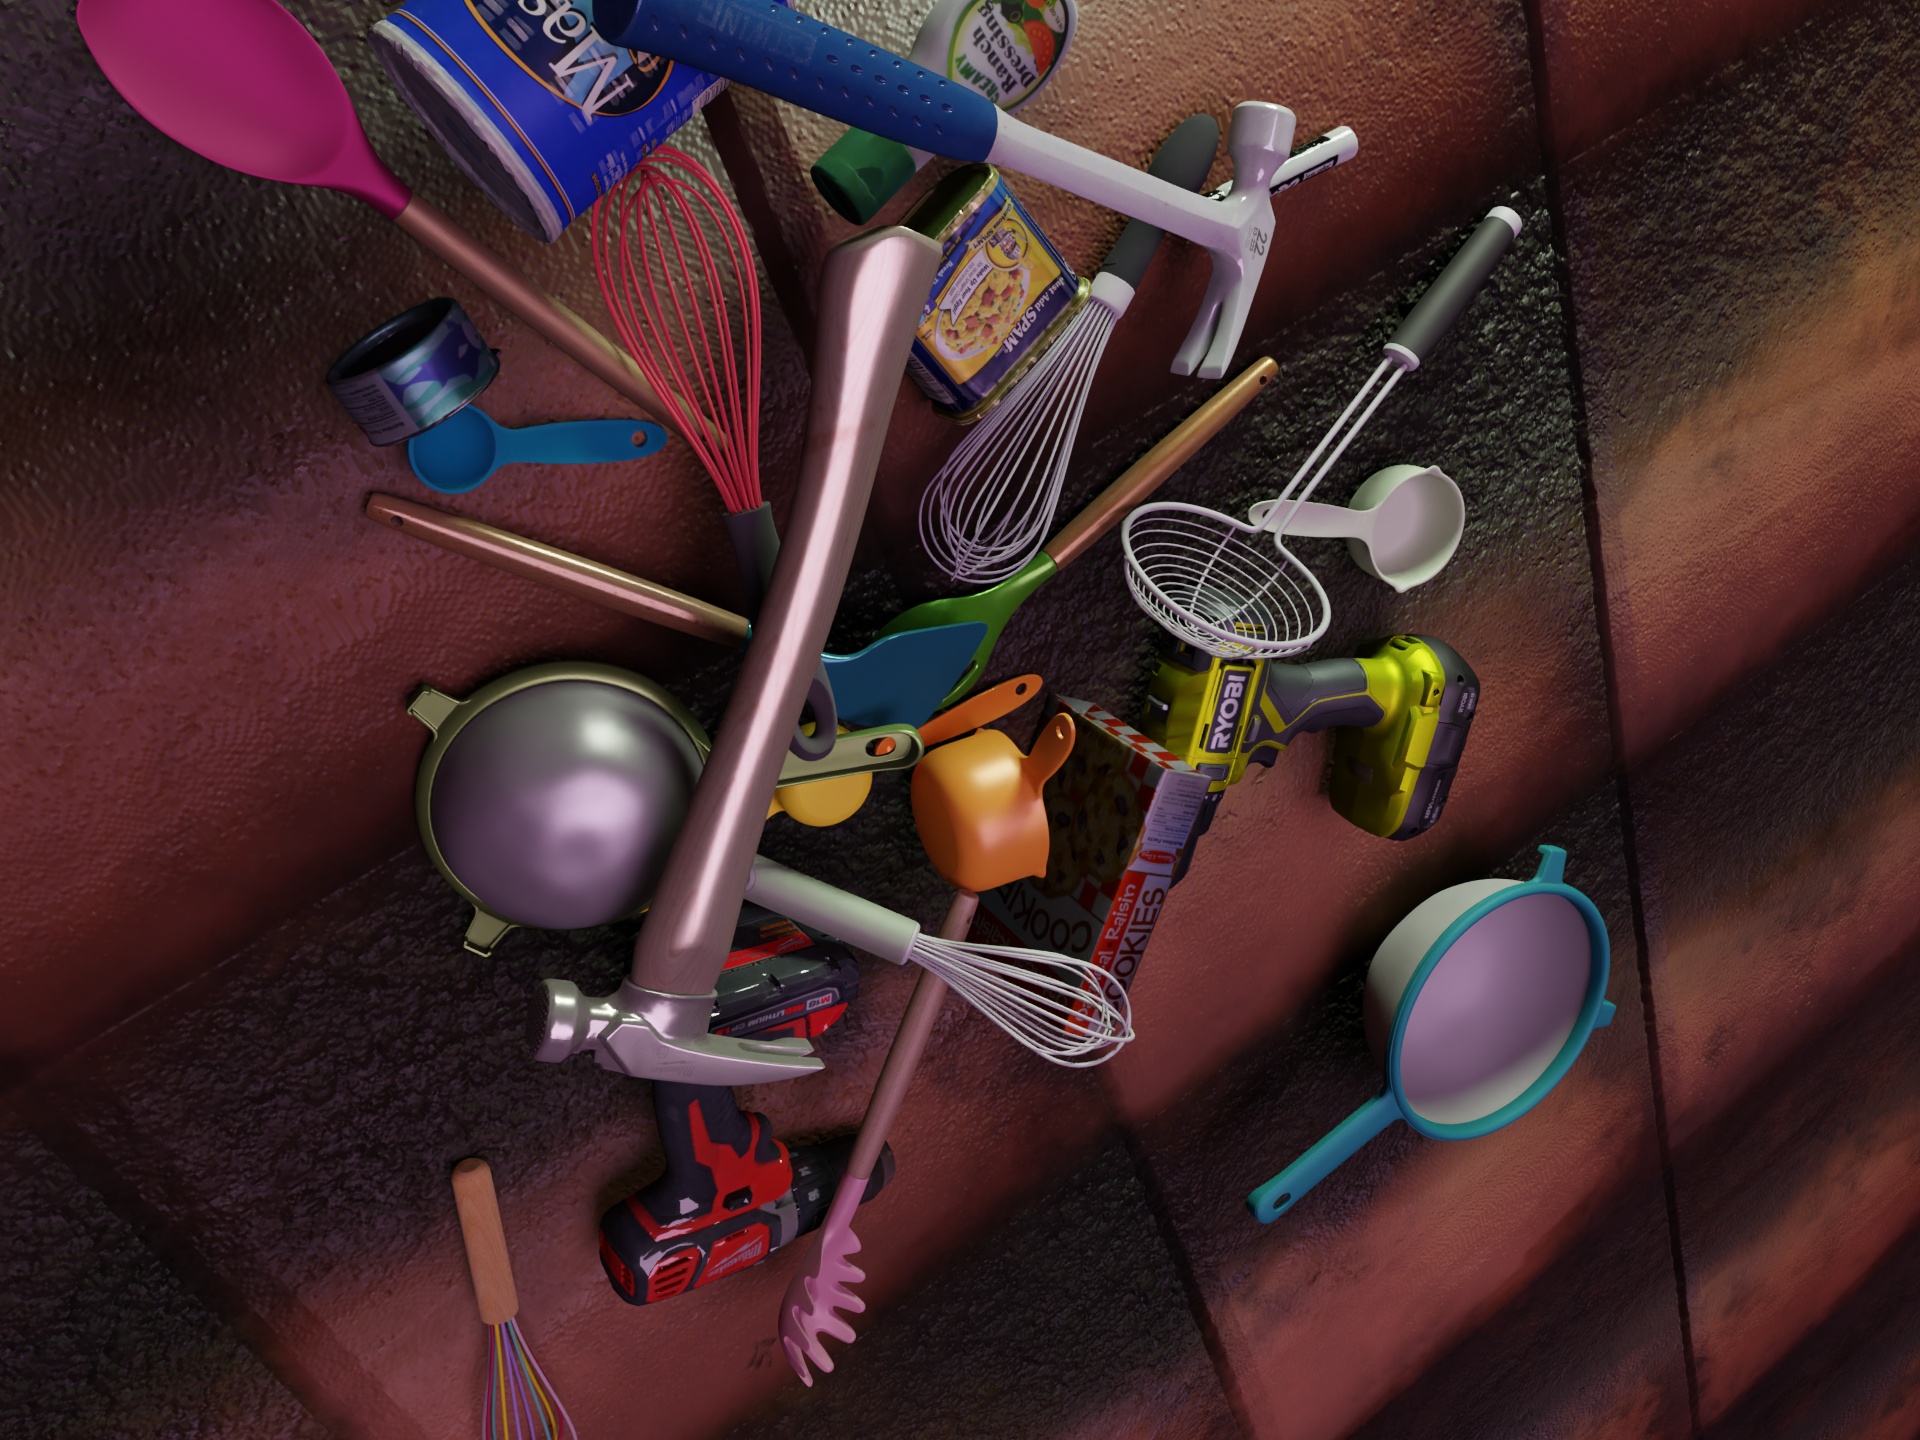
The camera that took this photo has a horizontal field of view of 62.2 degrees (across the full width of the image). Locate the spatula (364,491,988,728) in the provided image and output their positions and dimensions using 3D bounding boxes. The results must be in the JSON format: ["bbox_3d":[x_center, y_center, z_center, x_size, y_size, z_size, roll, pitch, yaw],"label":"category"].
[{"bbox_3d":[-0.134,-0.057,0.792,0.317,0.044,0.082,19,124,-25],"label":"spatula"}]

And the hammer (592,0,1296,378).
[{"bbox_3d":[0.018,-0.255,0.716,0.405,0.035,0.144,1,103,-45],"label":"hammer"}]

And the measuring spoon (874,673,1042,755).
[{"bbox_3d":[-0.001,-0.003,0.927,0.117,0.011,0.021,-25,126,-24],"label":"measuring spoon"}]

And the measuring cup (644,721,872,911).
[{"bbox_3d":[-0.115,0.061,0.872,0.156,0.029,0.062,-37,125,-11],"label":"measuring cup"}]

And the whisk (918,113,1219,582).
[{"bbox_3d":[0.064,-0.199,0.850,0.070,0.070,0.284,29,90,-37],"label":"whisk"}]

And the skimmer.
[{"bbox_3d":[0.227,-0.181,0.919,0.363,0.127,0.090,-51,166,-12],"label":"skimmer"}]

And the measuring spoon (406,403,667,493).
[{"bbox_3d":[-0.199,-0.132,0.747,0.128,0.021,0.042,-11,116,-37],"label":"measuring spoon"}]

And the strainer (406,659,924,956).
[{"bbox_3d":[-0.138,0.043,0.790,0.256,0.069,0.151,-10,116,-11],"label":"strainer"}]

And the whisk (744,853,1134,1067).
[{"bbox_3d":[-0.020,0.123,0.856,0.246,0.059,0.058,23,97,0],"label":"whisk"}]

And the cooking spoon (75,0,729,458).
[{"bbox_3d":[-0.222,-0.207,0.693,0.318,0.017,0.069,35,86,-37],"label":"cooking spoon"}]

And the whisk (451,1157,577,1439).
[{"bbox_3d":[-0.261,0.354,0.914,0.047,0.051,0.244,-26,121,-44],"label":"whisk"}]

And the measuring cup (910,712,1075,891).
[{"bbox_3d":[0.017,0.038,0.869,0.052,0.095,0.173,-18,164,-20],"label":"measuring cup"}]

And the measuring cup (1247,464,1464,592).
[{"bbox_3d":[0.242,-0.128,1.003,0.167,0.038,0.083,1,110,-26],"label":"measuring cup"}]

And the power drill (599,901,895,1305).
[{"bbox_3d":[-0.112,0.219,0.917,0.188,0.080,0.226,-11,121,-35],"label":"power drill"}]

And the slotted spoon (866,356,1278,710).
[{"bbox_3d":[0.069,-0.109,0.910,0.314,0.031,0.070,-42,129,-11],"label":"slotted spoon"}]

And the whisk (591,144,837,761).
[{"bbox_3d":[-0.107,-0.117,0.745,0.073,0.073,0.295,-22,108,-22],"label":"whisk"}]

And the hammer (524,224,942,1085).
[{"bbox_3d":[-0.077,-0.021,0.740,0.146,0.038,0.410,13,101,-28],"label":"hammer"}]

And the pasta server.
[{"bbox_3d":[-0.044,0.242,0.918,0.060,0.040,0.316,-6,120,-61],"label":"pasta server"}]

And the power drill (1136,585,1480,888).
[{"bbox_3d":[0.210,0.019,1.023,0.228,0.080,0.190,3,108,-29],"label":"power drill"}]

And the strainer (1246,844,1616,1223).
[{"bbox_3d":[0.326,0.238,1.182,0.340,0.095,0.210,-36,123,-10],"label":"strainer"}]
